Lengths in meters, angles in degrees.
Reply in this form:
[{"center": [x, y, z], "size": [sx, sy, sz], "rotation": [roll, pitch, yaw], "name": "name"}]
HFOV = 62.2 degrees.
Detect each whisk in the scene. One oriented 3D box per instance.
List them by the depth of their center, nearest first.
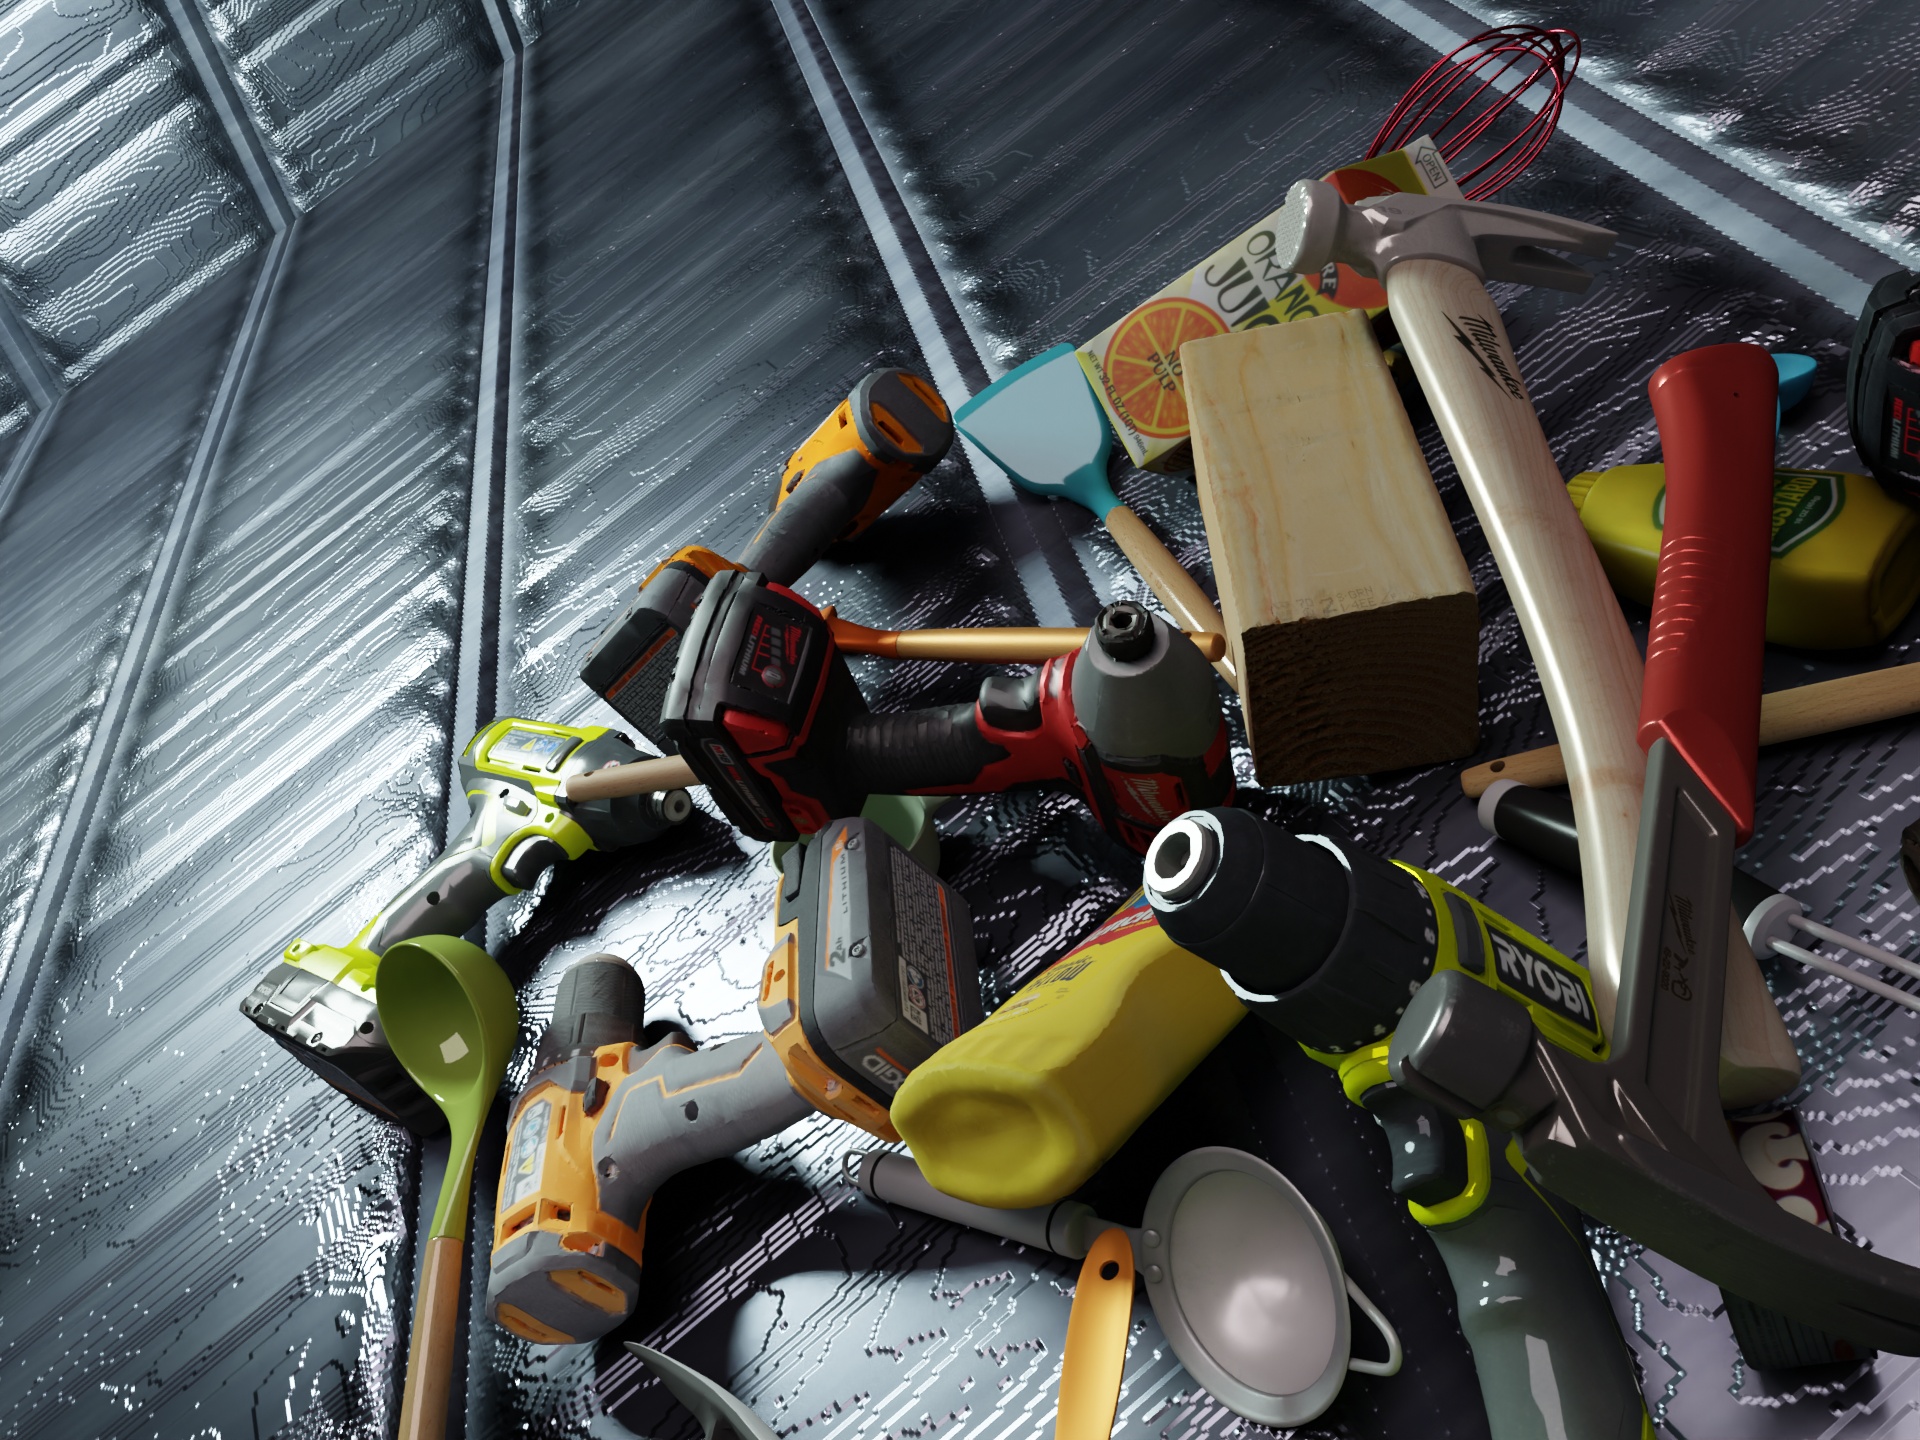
[{"center": [0.200, -0.252, 0.836], "size": [0.296, 0.073, 0.073], "rotation": [-42, 36, 16], "name": "whisk"}]

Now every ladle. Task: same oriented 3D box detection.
[{"center": [0.333, -0.012, 0.551], "size": [0.315, 0.031, 0.069], "rotation": [-15, 42, 26], "name": "ladle"}, {"center": [-0.223, 0.237, 0.644], "size": [0.078, 0.062, 0.320], "rotation": [-37, 44, 38], "name": "ladle"}]

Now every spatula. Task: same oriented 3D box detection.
[{"center": [-0.005, -0.032, 0.795], "size": [0.323, 0.041, 0.081], "rotation": [3, 50, 42], "name": "spatula"}, {"center": [0.084, -0.098, 0.808], "size": [0.082, 0.044, 0.318], "rotation": [-32, 39, 3], "name": "spatula"}]

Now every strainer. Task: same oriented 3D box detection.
[{"center": [0.047, 0.177, 0.555], "size": [0.258, 0.050, 0.087], "rotation": [0, 93, 44], "name": "strainer"}]

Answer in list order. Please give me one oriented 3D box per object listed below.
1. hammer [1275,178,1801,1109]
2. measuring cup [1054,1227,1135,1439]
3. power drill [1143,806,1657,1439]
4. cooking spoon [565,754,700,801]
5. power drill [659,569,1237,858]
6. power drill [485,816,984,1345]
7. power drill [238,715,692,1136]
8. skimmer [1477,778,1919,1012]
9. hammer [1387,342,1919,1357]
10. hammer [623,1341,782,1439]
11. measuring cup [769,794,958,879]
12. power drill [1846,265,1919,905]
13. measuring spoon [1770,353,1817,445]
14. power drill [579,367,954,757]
[{"center": [0.218, -0.058, 0.570], "size": [0.146, 0.038, 0.411], "rotation": [4, 51, -9], "name": "hammer"}, {"center": [0.044, 0.245, 0.479], "size": [0.095, 0.052, 0.174], "rotation": [-12, 42, 27], "name": "measuring cup"}, {"center": [0.128, 0.138, 0.420], "size": [0.080, 0.190, 0.229], "rotation": [-36, 38, 36], "name": "power drill"}, {"center": [-0.046, 0.010, 0.767], "size": [0.319, 0.017, 0.069], "rotation": [-10, 23, 15], "name": "cooking spoon"}, {"center": [-0.001, -0.002, 0.653], "size": [0.220, 0.143, 0.079], "rotation": [3, 59, 18], "name": "power drill"}, {"center": [-0.102, 0.133, 0.668], "size": [0.226, 0.084, 0.186], "rotation": [-35, 32, 19], "name": "power drill"}, {"center": [-0.250, 0.095, 0.834], "size": [0.171, 0.080, 0.223], "rotation": [8, 52, 41], "name": "power drill"}, {"center": [0.291, 0.104, 0.457], "size": [0.127, 0.090, 0.364], "rotation": [-35, 27, -12], "name": "skimmer"}, {"center": [0.233, -0.002, 0.482], "size": [0.149, 0.036, 0.359], "rotation": [28, 50, 1], "name": "hammer"}, {"center": [-0.175, 0.374, 0.521], "size": [0.127, 0.034, 0.337], "rotation": [22, 65, 46], "name": "hammer"}, {"center": [-0.005, 0.046, 0.740], "size": [0.167, 0.038, 0.083], "rotation": [-23, 35, -8], "name": "measuring cup"}, {"center": [0.349, -0.045, 0.477], "size": [0.188, 0.080, 0.227], "rotation": [-18, 50, 14], "name": "power drill"}, {"center": [0.322, -0.119, 0.644], "size": [0.042, 0.021, 0.129], "rotation": [0, 30, 31], "name": "measuring spoon"}, {"center": [-0.107, -0.086, 0.879], "size": [0.164, 0.084, 0.227], "rotation": [-33, 17, 52], "name": "power drill"}]
